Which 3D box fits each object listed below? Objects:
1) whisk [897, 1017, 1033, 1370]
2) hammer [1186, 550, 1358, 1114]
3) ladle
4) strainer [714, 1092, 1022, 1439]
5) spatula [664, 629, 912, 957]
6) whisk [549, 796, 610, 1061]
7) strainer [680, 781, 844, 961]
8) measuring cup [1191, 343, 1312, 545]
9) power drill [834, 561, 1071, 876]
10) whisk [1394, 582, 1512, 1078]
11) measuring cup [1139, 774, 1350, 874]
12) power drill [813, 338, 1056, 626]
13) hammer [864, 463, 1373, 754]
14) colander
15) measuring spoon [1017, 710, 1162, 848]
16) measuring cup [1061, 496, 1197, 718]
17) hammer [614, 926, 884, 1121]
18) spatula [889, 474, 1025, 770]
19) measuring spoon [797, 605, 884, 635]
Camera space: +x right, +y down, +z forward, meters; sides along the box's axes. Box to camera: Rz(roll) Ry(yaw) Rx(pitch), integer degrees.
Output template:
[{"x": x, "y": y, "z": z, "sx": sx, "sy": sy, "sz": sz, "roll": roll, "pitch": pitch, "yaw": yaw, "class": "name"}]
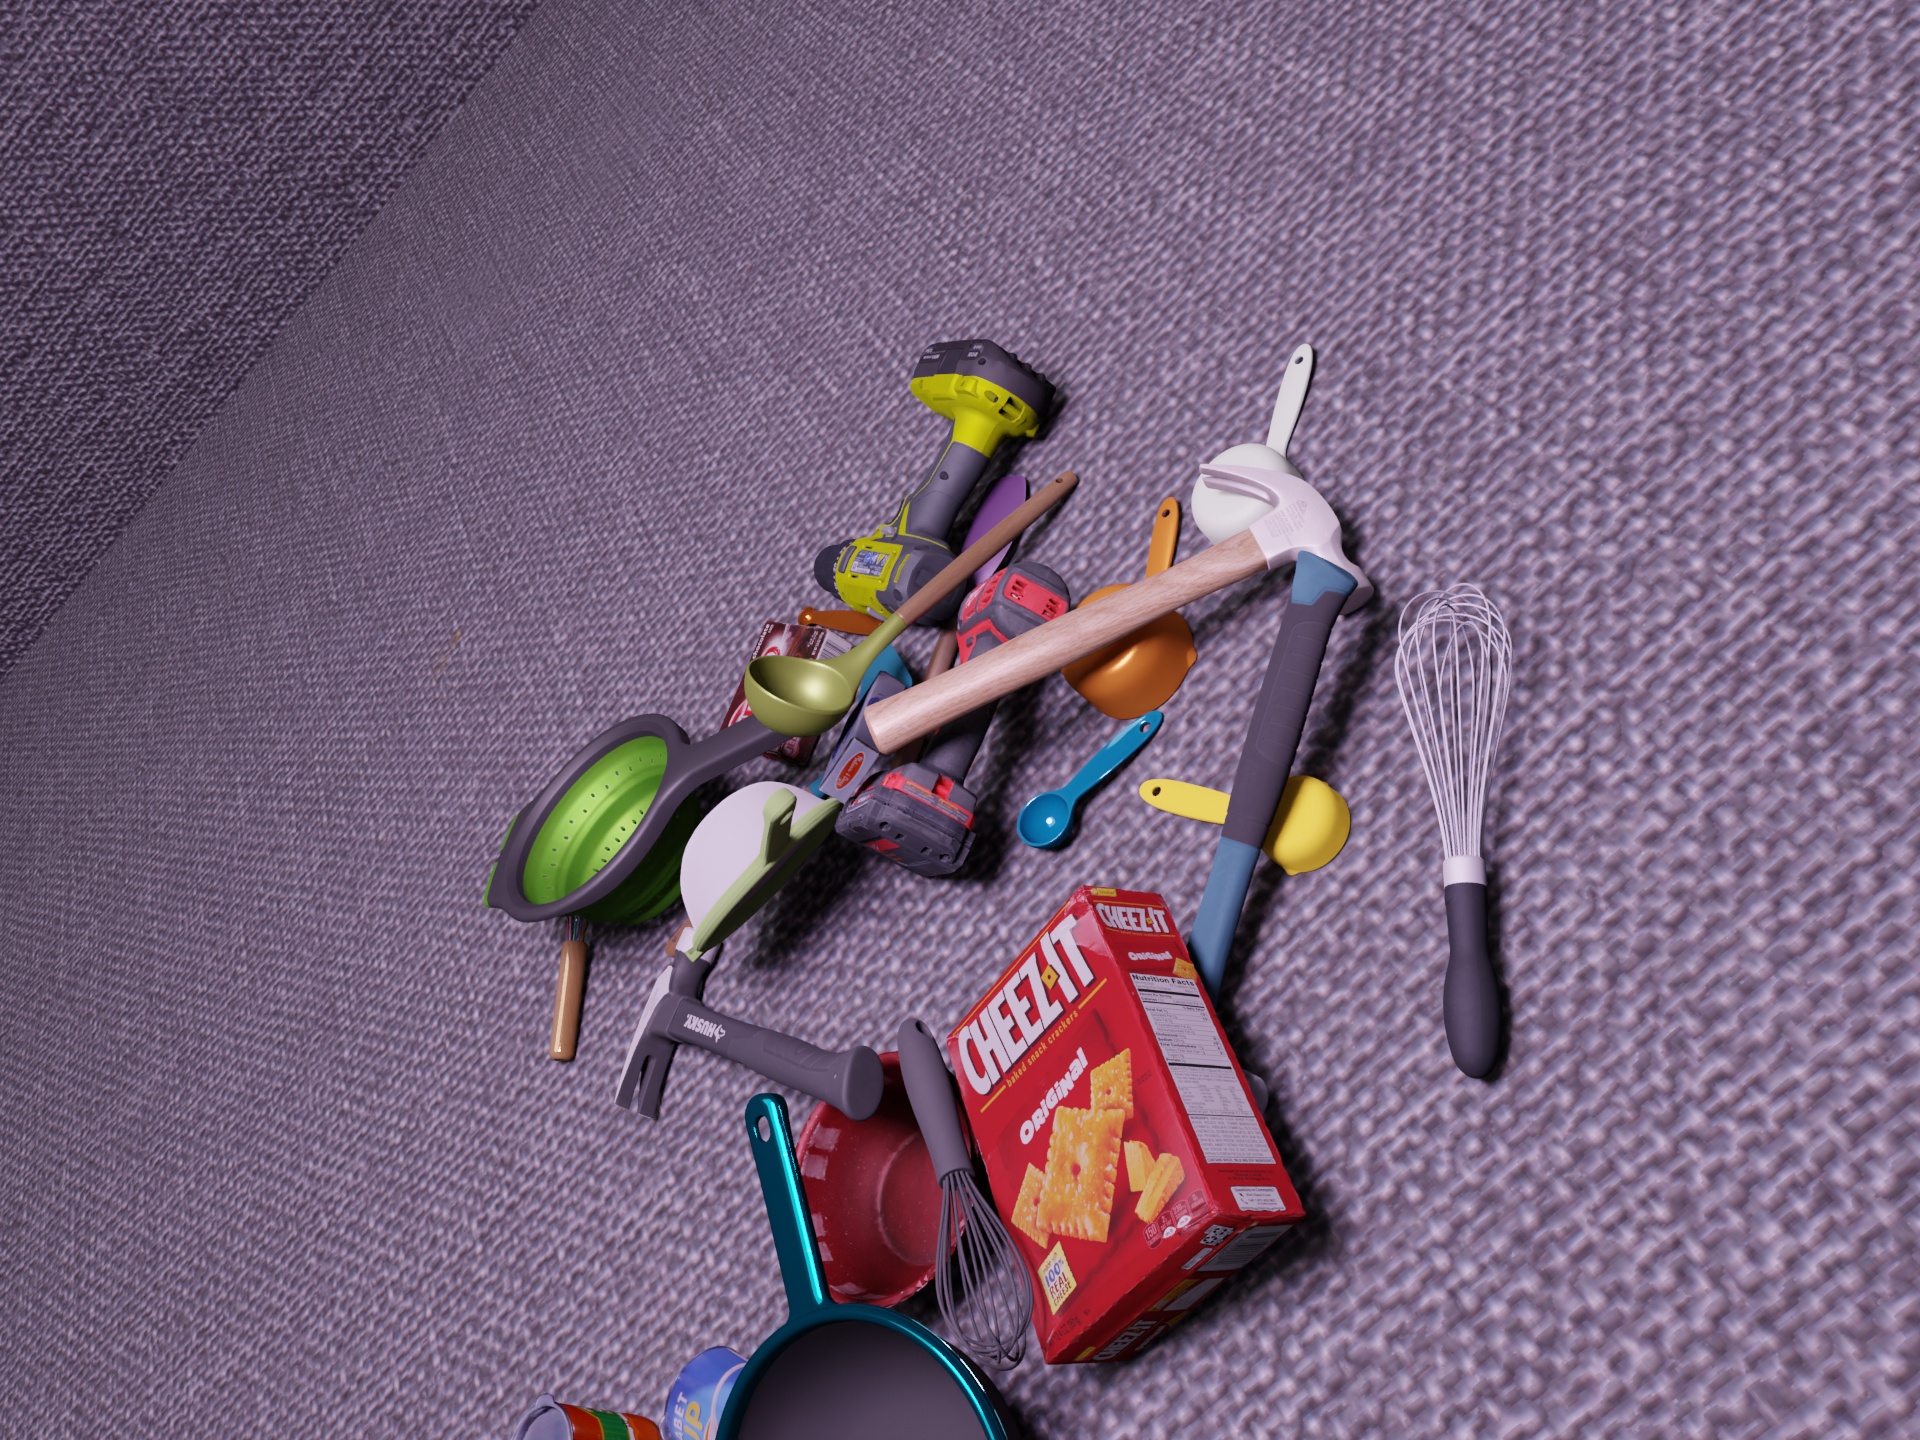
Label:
[{"x": -0.006, "y": 0.266, "z": 0.927, "sx": 0.055, "sy": 0.055, "sz": 0.239, "roll": -41, "pitch": 38, "yaw": 17, "class": "whisk"}, {"x": 0.172, "y": 0.060, "z": 0.943, "sx": 0.128, "sy": 0.033, "sz": 0.331, "roll": 15, "pitch": 87, "yaw": 54, "class": "hammer"}, {"x": -0.027, "y": -0.097, "z": 1.168, "sx": 0.320, "sy": 0.062, "sz": 0.078, "roll": -41, "pitch": 59, "yaw": -20, "class": "ladle"}, {"x": -0.052, "y": 0.381, "z": 0.921, "sx": 0.211, "sy": 0.095, "sz": 0.341, "roll": -31, "pitch": 62, "yaw": 25, "class": "strainer"}, {"x": -0.140, "y": 0.071, "z": 1.262, "sx": 0.317, "sy": 0.044, "sz": 0.082, "roll": -48, "pitch": 42, "yaw": 11, "class": "spatula"}, {"x": -0.335, "y": 0.173, "z": 1.382, "sx": 0.051, "sy": 0.047, "sz": 0.245, "roll": 117, "pitch": 157, "yaw": -63, "class": "whisk"}, {"x": -0.151, "y": 0.077, "z": 1.118, "sx": 0.069, "sy": 0.256, "sz": 0.151, "roll": 43, "pitch": 69, "yaw": 7, "class": "strainer"}, {"x": 0.209, "y": -0.196, "z": 1.102, "sx": 0.083, "sy": 0.038, "sz": 0.168, "roll": 7, "pitch": 73, "yaw": 45, "class": "measuring cup"}, {"x": -0.002, "y": -0.004, "z": 1.135, "sx": 0.220, "sy": 0.078, "sz": 0.143, "roll": -64, "pitch": 11, "yaw": -14, "class": "power drill"}, {"x": 0.277, "y": 0.055, "z": 0.880, "sx": 0.070, "sy": 0.070, "sz": 0.285, "roll": -14, "pitch": 62, "yaw": 37, "class": "whisk"}, {"x": 0.168, "y": 0.053, "z": 0.994, "sx": 0.157, "sy": 0.029, "sz": 0.062, "roll": 12, "pitch": 74, "yaw": 43, "class": "measuring cup"}, {"x": -0.031, "y": -0.188, "z": 1.292, "sx": 0.191, "sy": 0.080, "sz": 0.228, "roll": 18, "pitch": 81, "yaw": 58, "class": "power drill"}, {"x": 0.089, "y": -0.065, "z": 1.040, "sx": 0.331, "sy": 0.031, "sz": 0.130, "roll": -25, "pitch": 65, "yaw": 5, "class": "hammer"}, {"x": -0.213, "y": 0.070, "z": 1.280, "sx": 0.397, "sy": 0.094, "sz": 0.205, "roll": -26, "pitch": 37, "yaw": 29, "class": "colander"}, {"x": 0.093, "y": 0.042, "z": 1.087, "sx": 0.128, "sy": 0.021, "sz": 0.042, "roll": -43, "pitch": 44, "yaw": 2, "class": "measuring spoon"}, {"x": 0.119, "y": -0.090, "z": 1.110, "sx": 0.095, "sy": 0.052, "sz": 0.174, "roll": -3, "pitch": 66, "yaw": 42, "class": "measuring cup"}, {"x": -0.151, "y": 0.235, "z": 1.125, "sx": 0.335, "sy": 0.035, "sz": 0.146, "roll": 0, "pitch": 63, "yaw": 57, "class": "hammer"}, {"x": -0.011, "y": -0.054, "z": 1.236, "sx": 0.060, "sy": 0.018, "sz": 0.316, "roll": 2, "pitch": 66, "yaw": 49, "class": "spatula"}, {"x": -0.095, "y": -0.082, "z": 1.341, "sx": 0.117, "sy": 0.011, "sz": 0.021, "roll": 9, "pitch": 72, "yaw": 42, "class": "measuring spoon"}]
